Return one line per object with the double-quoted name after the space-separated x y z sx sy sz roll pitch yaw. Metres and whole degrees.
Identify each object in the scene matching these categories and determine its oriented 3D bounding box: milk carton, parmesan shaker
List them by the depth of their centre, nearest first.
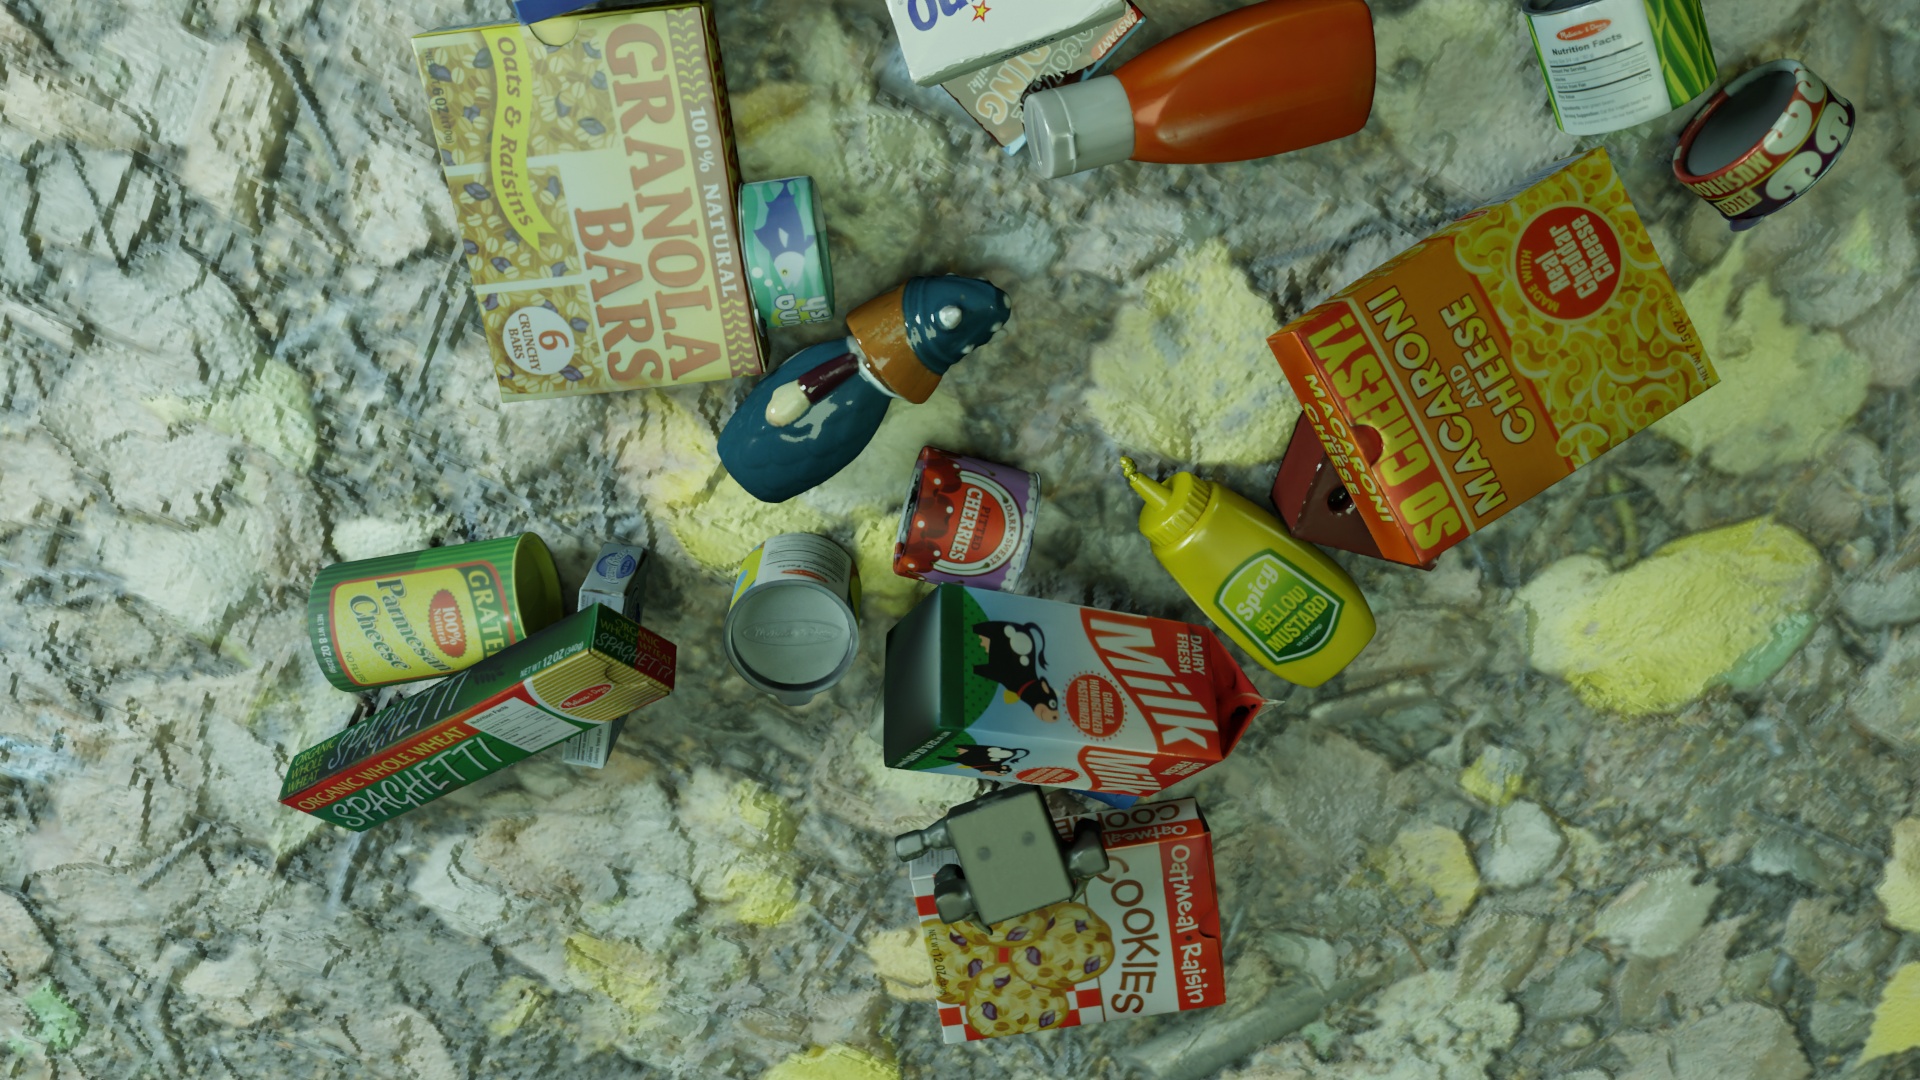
-0.257 0.039 0.689 0.103 0.071 0.071 -9 114 2 "parmesan shaker"
0.063 0.080 0.692 0.191 0.074 0.072 11 152 -22 "milk carton"

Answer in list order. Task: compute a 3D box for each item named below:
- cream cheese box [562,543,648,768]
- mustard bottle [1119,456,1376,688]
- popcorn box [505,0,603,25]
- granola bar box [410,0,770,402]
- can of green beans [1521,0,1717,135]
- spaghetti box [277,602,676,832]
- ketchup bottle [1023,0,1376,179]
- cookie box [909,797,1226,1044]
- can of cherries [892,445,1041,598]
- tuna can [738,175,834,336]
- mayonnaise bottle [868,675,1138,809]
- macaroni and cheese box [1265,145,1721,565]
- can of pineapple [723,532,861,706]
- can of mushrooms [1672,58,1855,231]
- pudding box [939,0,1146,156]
-0.181 0.059 0.709 0.024 0.053 0.103 10 113 -5 "cream cheese box"
0.138 0.010 0.703 0.160 0.049 0.065 37 106 -17 "mustard bottle"
-0.118 -0.248 0.557 0.127 0.085 0.038 -17 115 5 "popcorn box"
-0.160 -0.150 0.625 0.124 0.039 0.164 -7 114 0 "granola bar box"
0.284 -0.216 0.599 0.071 0.071 0.057 -25 114 9 "can of green beans"
-0.244 0.093 0.686 0.249 0.029 0.050 -24 137 29 "spaghetti box"
0.103 -0.191 0.598 0.149 0.044 0.064 -16 127 -9 "ketchup bottle"
0.063 0.220 0.798 0.167 0.040 0.122 -9 113 2 "cookie box"
0.002 -0.008 0.677 0.058 0.072 0.071 14 113 -8 "can of cherries"
-0.077 -0.127 0.622 0.033 0.071 0.070 -7 114 1 "tuna can"
0.029 0.103 0.744 0.148 0.041 0.064 22 113 -12 "mayonnaise bottle"
0.243 -0.084 0.635 0.166 0.040 0.123 -31 97 -4 "macaroni and cheese box"
-0.084 0.038 0.701 0.071 0.058 0.070 -1 114 -2 "can of pineapple"
0.355 -0.176 0.619 0.033 0.071 0.071 32 109 -14 "can of mushrooms"
0.034 -0.216 0.608 0.083 0.030 0.049 -42 110 15 "pudding box"
